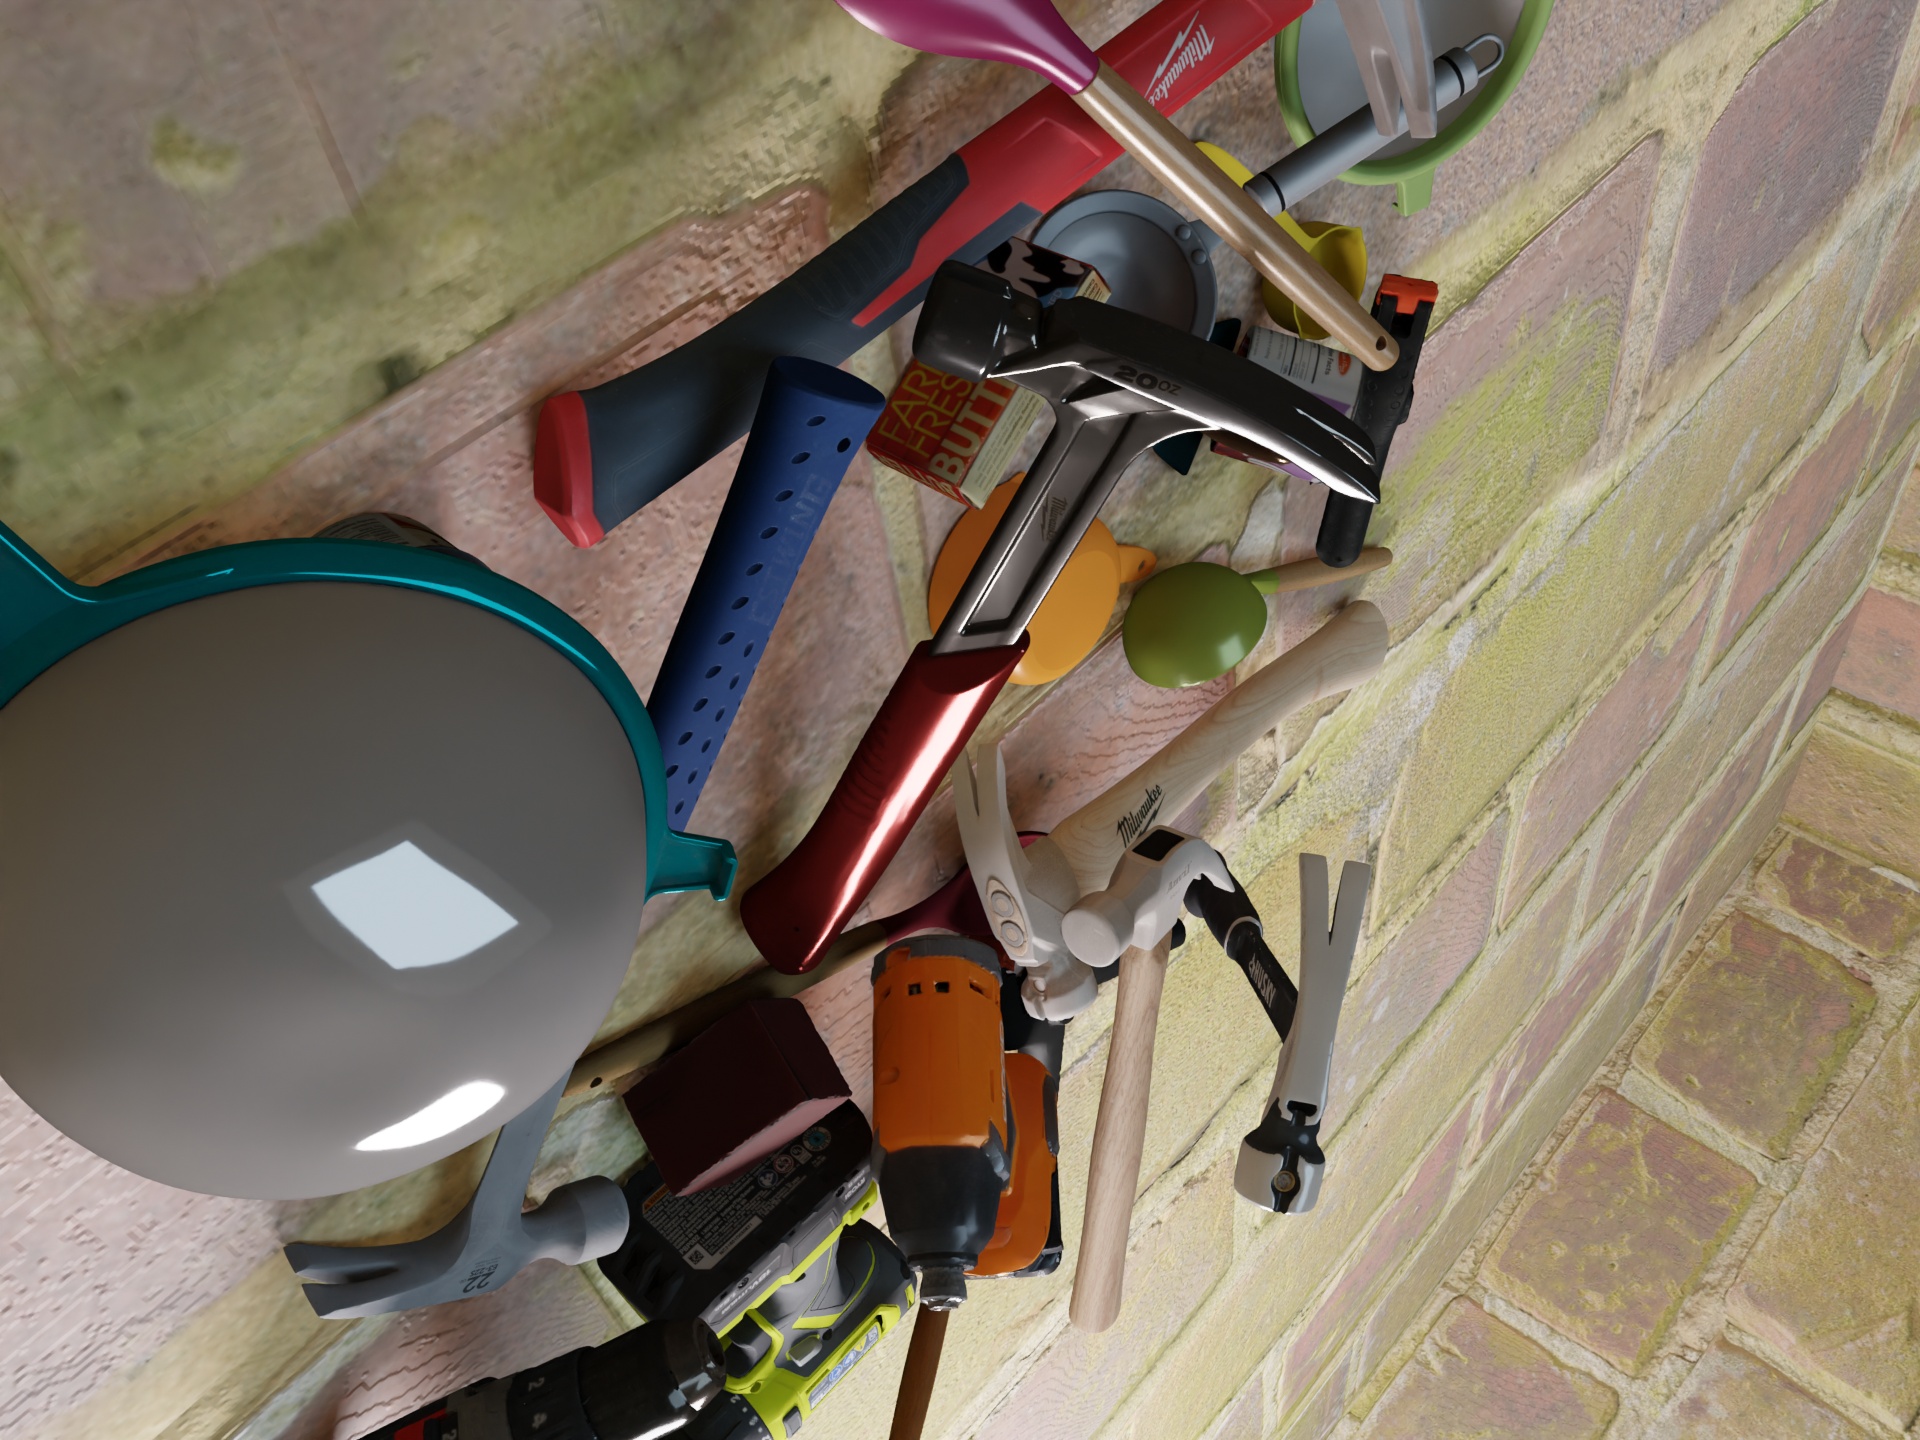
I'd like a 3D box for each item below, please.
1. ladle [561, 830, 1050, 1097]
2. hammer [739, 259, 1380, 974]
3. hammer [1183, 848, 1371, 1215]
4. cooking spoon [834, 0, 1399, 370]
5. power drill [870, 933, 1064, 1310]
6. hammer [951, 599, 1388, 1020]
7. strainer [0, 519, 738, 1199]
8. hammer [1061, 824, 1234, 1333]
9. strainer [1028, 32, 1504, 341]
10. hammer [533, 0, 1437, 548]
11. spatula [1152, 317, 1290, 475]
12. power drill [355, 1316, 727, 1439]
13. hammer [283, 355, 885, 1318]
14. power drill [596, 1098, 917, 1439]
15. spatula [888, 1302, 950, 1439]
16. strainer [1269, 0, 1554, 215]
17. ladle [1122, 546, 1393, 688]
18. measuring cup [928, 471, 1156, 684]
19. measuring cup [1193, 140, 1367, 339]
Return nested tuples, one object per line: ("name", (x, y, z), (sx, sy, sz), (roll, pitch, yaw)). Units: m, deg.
("ladle", (-0.059, 0.114, 0.767), (0.315, 0.031, 0.069), (-19, 134, -43))
("hammer", (-0.001, -0.002, 0.595), (0.359, 0.149, 0.037), (122, -16, -46))
("hammer", (0.154, 0.116, 0.856), (0.409, 0.036, 0.149), (-65, 165, -84))
("cooking spoon", (0.059, -0.205, 0.544), (0.318, 0.017, 0.069), (28, 92, -37))
("power drill", (0.002, 0.220, 0.800), (0.226, 0.084, 0.164), (72, 14, -61))
("hammer", (0.143, 0.005, 0.918), (0.410, 0.038, 0.146), (-33, 110, -44))
("strainer", (-0.198, 0.023, 0.397), (0.211, 0.095, 0.340), (-34, 134, -3))
("hammer", (0.087, 0.199, 0.835), (0.130, 0.031, 0.331), (-35, 138, -46))
("strainer", (0.121, -0.215, 0.672), (0.258, 0.087, 0.050), (-33, -172, 0))
("hammer", (0.019, -0.176, 0.565), (0.386, 0.038, 0.143), (-40, 124, -13))
("spatula", (0.113, -0.129, 0.664), (0.318, 0.044, 0.082), (-92, -159, -74))
("power drill", (-0.155, 0.350, 0.702), (0.188, 0.080, 0.226), (-27, 131, 2))
("hammer", (-0.126, 0.062, 0.571), (0.144, 0.035, 0.405), (-2, 125, -48))
("power drill", (-0.109, 0.299, 0.804), (0.190, 0.080, 0.228), (-38, 145, -31))
("spatula", (-0.002, 0.322, 0.906), (0.323, 0.041, 0.081), (-62, 173, -74))
("strainer", (0.142, -0.325, 0.664), (0.256, 0.069, 0.151), (9, 119, -37))
("ladle", (0.192, -0.071, 0.931), (0.320, 0.078, 0.062), (-16, 101, -54))
("measuring cup", (0.061, -0.064, 0.758), (0.173, 0.052, 0.095), (-9, 122, -49))
("measuring cup", (0.146, -0.237, 0.770), (0.156, 0.029, 0.062), (23, 97, -45))
